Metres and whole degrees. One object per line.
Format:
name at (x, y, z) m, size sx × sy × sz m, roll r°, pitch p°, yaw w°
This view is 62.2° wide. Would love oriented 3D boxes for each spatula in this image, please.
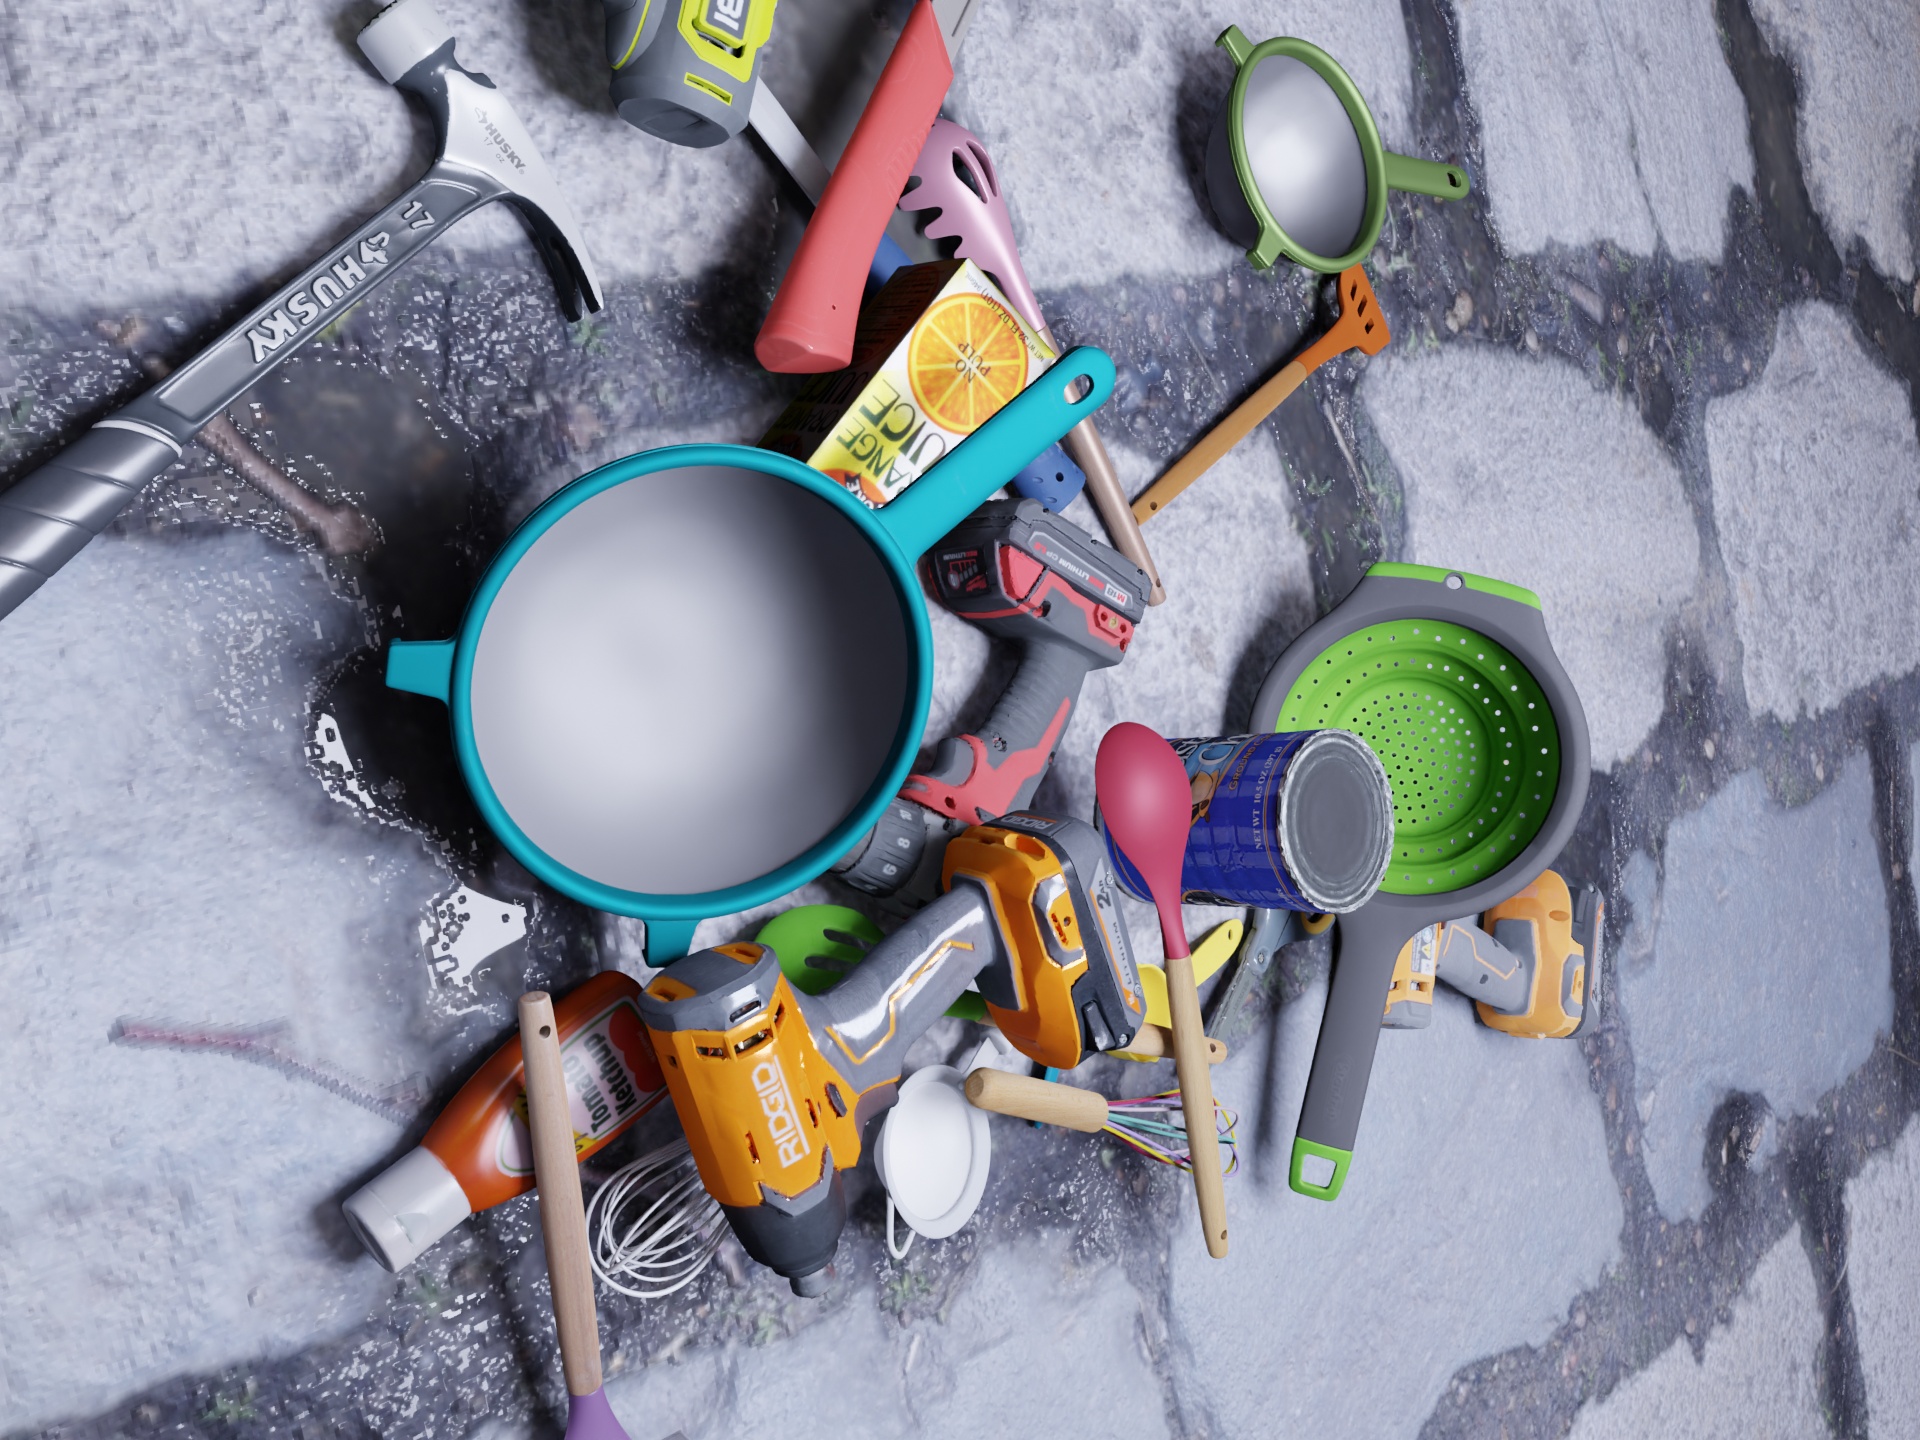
spatula at (0.204, -0.218, 1.056) m, size 0.323 × 0.041 × 0.081 m, roll -43°, pitch 113°, yaw -29°
spatula at (-0.167, 0.265, 0.685) m, size 0.059 × 0.018 × 0.315 m, roll -14°, pitch 108°, yaw -38°

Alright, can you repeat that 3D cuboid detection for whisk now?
whisk at (0.086, 0.219, 0.890) m, size 0.244 × 0.051 × 0.047 m, roll 25°, pitch 79°, yaw -44°
whisk at (-0.083, 0.189, 0.777) m, size 0.059 × 0.057 × 0.246 m, roll 48°, pitch 50°, yaw 9°

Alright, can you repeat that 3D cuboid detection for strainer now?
strainer at (0.246, -0.364, 1.068) m, size 0.256 × 0.069 × 0.151 m, roll -9°, pitch 90°, yaw -40°
strainer at (0.015, 0.179, 0.862) m, size 0.258 × 0.050 × 0.086 m, roll -51°, pitch 122°, yaw -36°
strainer at (-0.077, -0.065, 0.721) m, size 0.340 × 0.095 × 0.210 m, roll -40°, pitch 119°, yaw -9°

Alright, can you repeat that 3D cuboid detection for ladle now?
ladle at (0.121, 0.154, 0.880) m, size 0.069 × 0.031 × 0.315 m, roll -20°, pitch 105°, yaw -40°

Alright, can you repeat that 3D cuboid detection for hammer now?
hammer at (-0.032, -0.329, 0.813) m, size 0.149 × 0.037 × 0.359 m, roll 37°, pitch 61°, yaw -33°
hammer at (-0.059, -0.270, 0.833) m, size 0.405 × 0.035 × 0.144 m, roll 49°, pitch 59°, yaw -26°
hammer at (-0.303, -0.118, 0.624) m, size 0.149 × 0.036 × 0.409 m, roll 51°, pitch 59°, yaw -26°

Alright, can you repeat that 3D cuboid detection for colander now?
colander at (0.269, 0.103, 1.016) m, size 0.094 × 0.204 × 0.397 m, roll 9°, pitch 94°, yaw -77°

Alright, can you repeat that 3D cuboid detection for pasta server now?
pasta server at (0.049, -0.201, 0.926) m, size 0.060 × 0.040 × 0.316 m, roll -44°, pitch 118°, yaw -33°

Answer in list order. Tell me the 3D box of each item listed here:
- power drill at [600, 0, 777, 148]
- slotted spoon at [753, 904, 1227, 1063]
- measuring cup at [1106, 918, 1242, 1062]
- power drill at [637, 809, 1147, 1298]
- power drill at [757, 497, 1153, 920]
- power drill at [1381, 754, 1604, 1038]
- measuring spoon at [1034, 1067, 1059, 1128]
power drill at (-0.171, -0.376, 0.671) m, size 0.228 × 0.080 × 0.190 m, roll 13°, pitch 88°, yaw -39°
slotted spoon at (0.030, 0.153, 0.842) m, size 0.313 × 0.031 × 0.070 m, roll 18°, pitch 62°, yaw -34°
measuring cup at (0.127, 0.156, 0.970) m, size 0.156 × 0.029 × 0.062 m, roll -27°, pitch 109°, yaw -50°
power drill at (-0.024, 0.150, 0.735) m, size 0.226 × 0.084 × 0.164 m, roll -25°, pitch 107°, yaw -31°
power drill at (-0.001, -0.003, 0.839) m, size 0.187 × 0.080 × 0.227 m, roll 27°, pitch 73°, yaw -35°
power drill at (0.358, 0.132, 1.124) m, size 0.226 × 0.084 × 0.185 m, roll 14°, pitch 77°, yaw -33°
measuring spoon at (0.069, 0.172, 0.902) m, size 0.042 × 0.021 × 0.128 m, roll 30°, pitch 76°, yaw -74°
